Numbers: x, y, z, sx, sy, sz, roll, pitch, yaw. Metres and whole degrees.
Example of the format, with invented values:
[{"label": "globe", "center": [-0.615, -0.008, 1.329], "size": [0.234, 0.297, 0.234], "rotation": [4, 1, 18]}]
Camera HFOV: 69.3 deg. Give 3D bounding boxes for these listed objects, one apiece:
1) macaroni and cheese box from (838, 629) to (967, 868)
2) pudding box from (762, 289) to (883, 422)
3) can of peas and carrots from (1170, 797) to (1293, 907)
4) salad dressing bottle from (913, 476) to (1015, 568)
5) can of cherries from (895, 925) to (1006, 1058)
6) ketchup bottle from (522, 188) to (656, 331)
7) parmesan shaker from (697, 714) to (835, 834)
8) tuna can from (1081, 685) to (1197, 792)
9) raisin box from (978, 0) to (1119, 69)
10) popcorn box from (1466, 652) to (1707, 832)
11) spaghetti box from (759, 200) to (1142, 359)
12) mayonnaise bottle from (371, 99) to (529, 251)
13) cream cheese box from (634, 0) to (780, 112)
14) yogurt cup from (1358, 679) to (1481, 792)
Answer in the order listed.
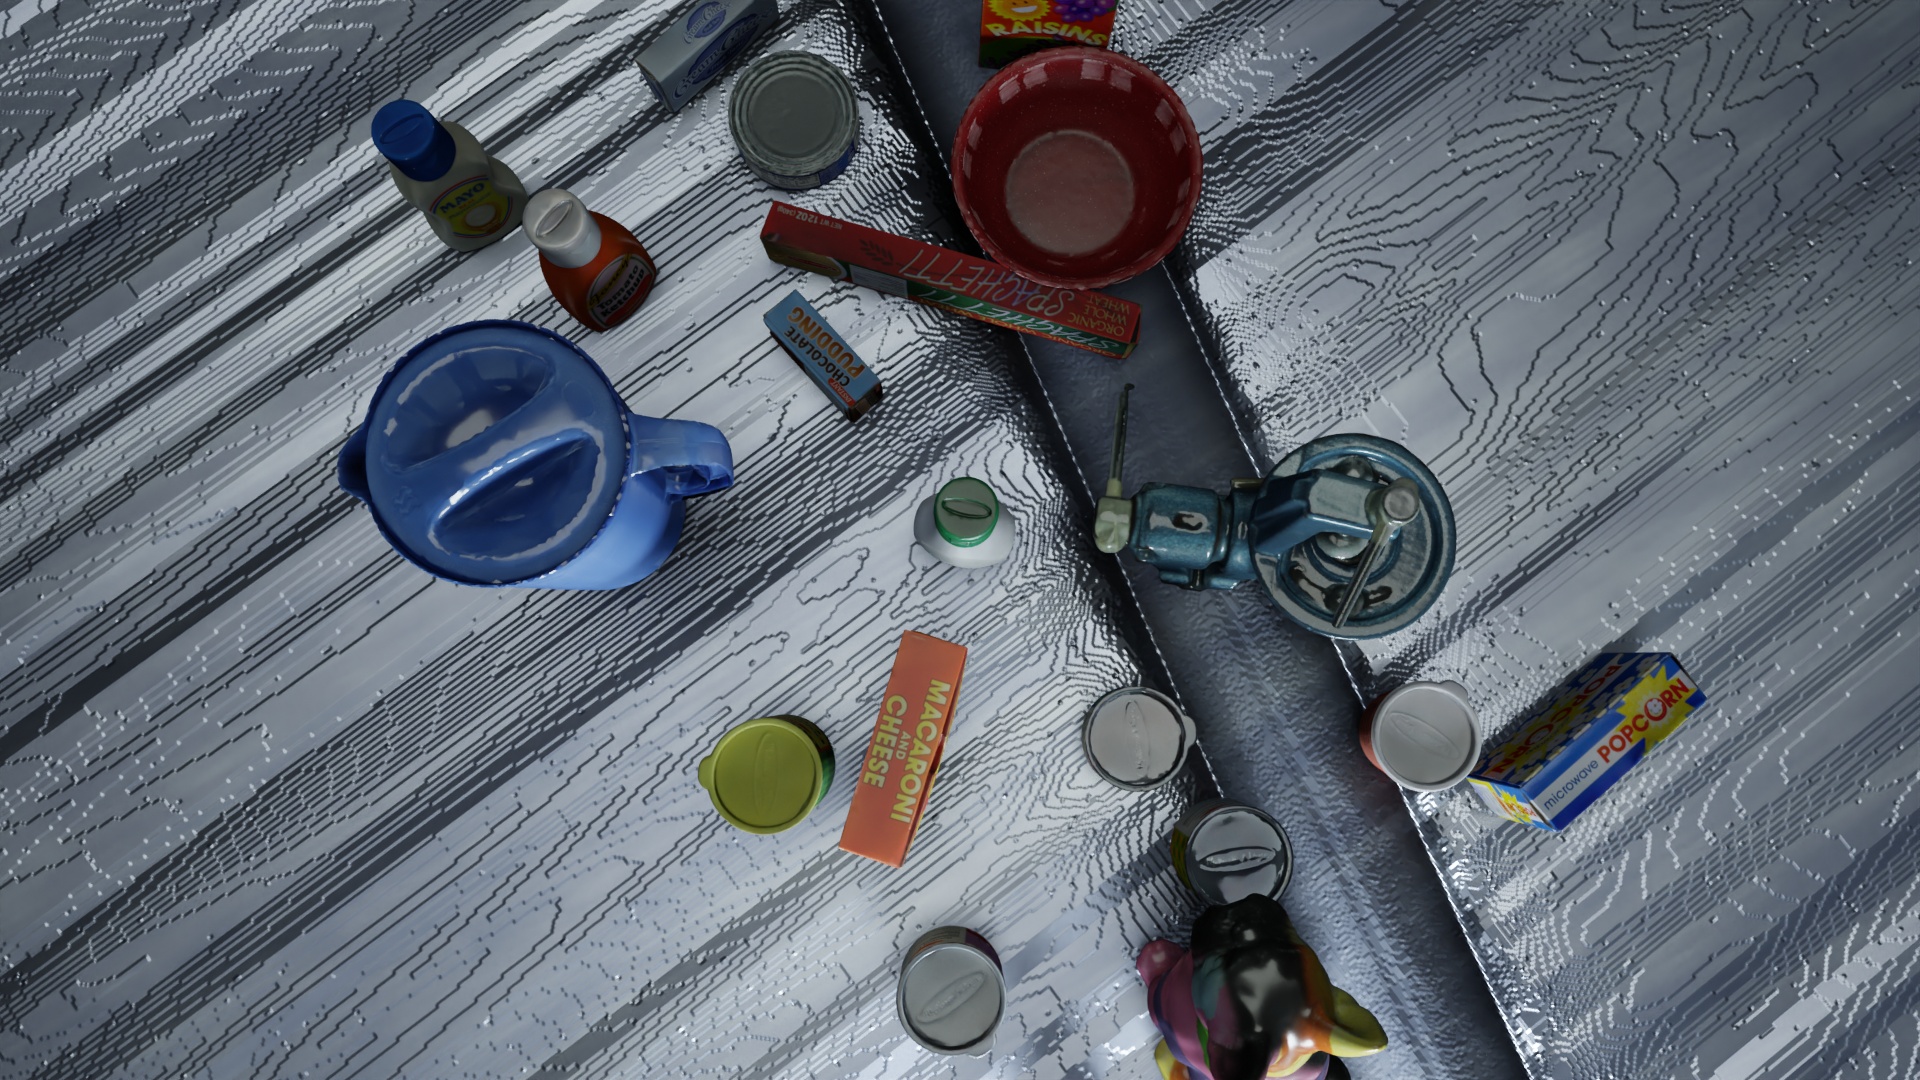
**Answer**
[{"label": "macaroni and cheese box", "center": [-0.030, 0.117, 0.815], "size": [0.040, 0.166, 0.124], "rotation": [17, 84, 1]}, {"label": "pudding box", "center": [-0.088, -0.118, 0.897], "size": [0.030, 0.049, 0.084], "rotation": [-43, 86, -4]}, {"label": "can of peas and carrots", "center": [0.168, 0.198, 0.864], "size": [0.071, 0.058, 0.071], "rotation": [0, 84, -1]}, {"label": "salad dressing bottle", "center": [0.003, -0.011, 0.838], "size": [0.064, 0.147, 0.044], "rotation": [12, 85, 0]}, {"label": "can of cherries", "center": [-0.005, 0.277, 0.853], "size": [0.071, 0.058, 0.071], "rotation": [0, 84, -1]}, {"label": "ketchup bottle", "center": [-0.230, -0.174, 0.851], "size": [0.043, 0.148, 0.065], "rotation": [40, 85, 3]}, {"label": "parmesan shaker", "center": [-0.115, 0.139, 0.843], "size": [0.071, 0.103, 0.071], "rotation": [0, 85, -1]}, {"label": "tuna can", "center": [0.113, 0.125, 0.883], "size": [0.071, 0.033, 0.071], "rotation": [0, 84, -1]}, {"label": "raisin box", "center": [0.057, -0.342, 0.886], "size": [0.086, 0.123, 0.040], "rotation": [7, 85, 0]}, {"label": "popcorn box", "center": [0.385, 0.123, 0.862], "size": [0.127, 0.085, 0.038], "rotation": [-40, 86, -4]}, {"label": "spaghetti box", "center": [-0.005, -0.168, 0.903], "size": [0.250, 0.050, 0.028], "rotation": [16, 85, 1]}, {"label": "mayonnaise bottle", "center": [-0.316, -0.224, 0.855], "size": [0.065, 0.148, 0.041], "rotation": [-34, 86, -4]}, {"label": "cream cheese box", "center": [-0.165, -0.332, 0.916], "size": [0.104, 0.053, 0.024], "rotation": [-43, 87, -5]}, {"label": "yogurt cup", "center": [0.286, 0.122, 0.876], "size": [0.072, 0.054, 0.072], "rotation": [0, 84, -1]}]
